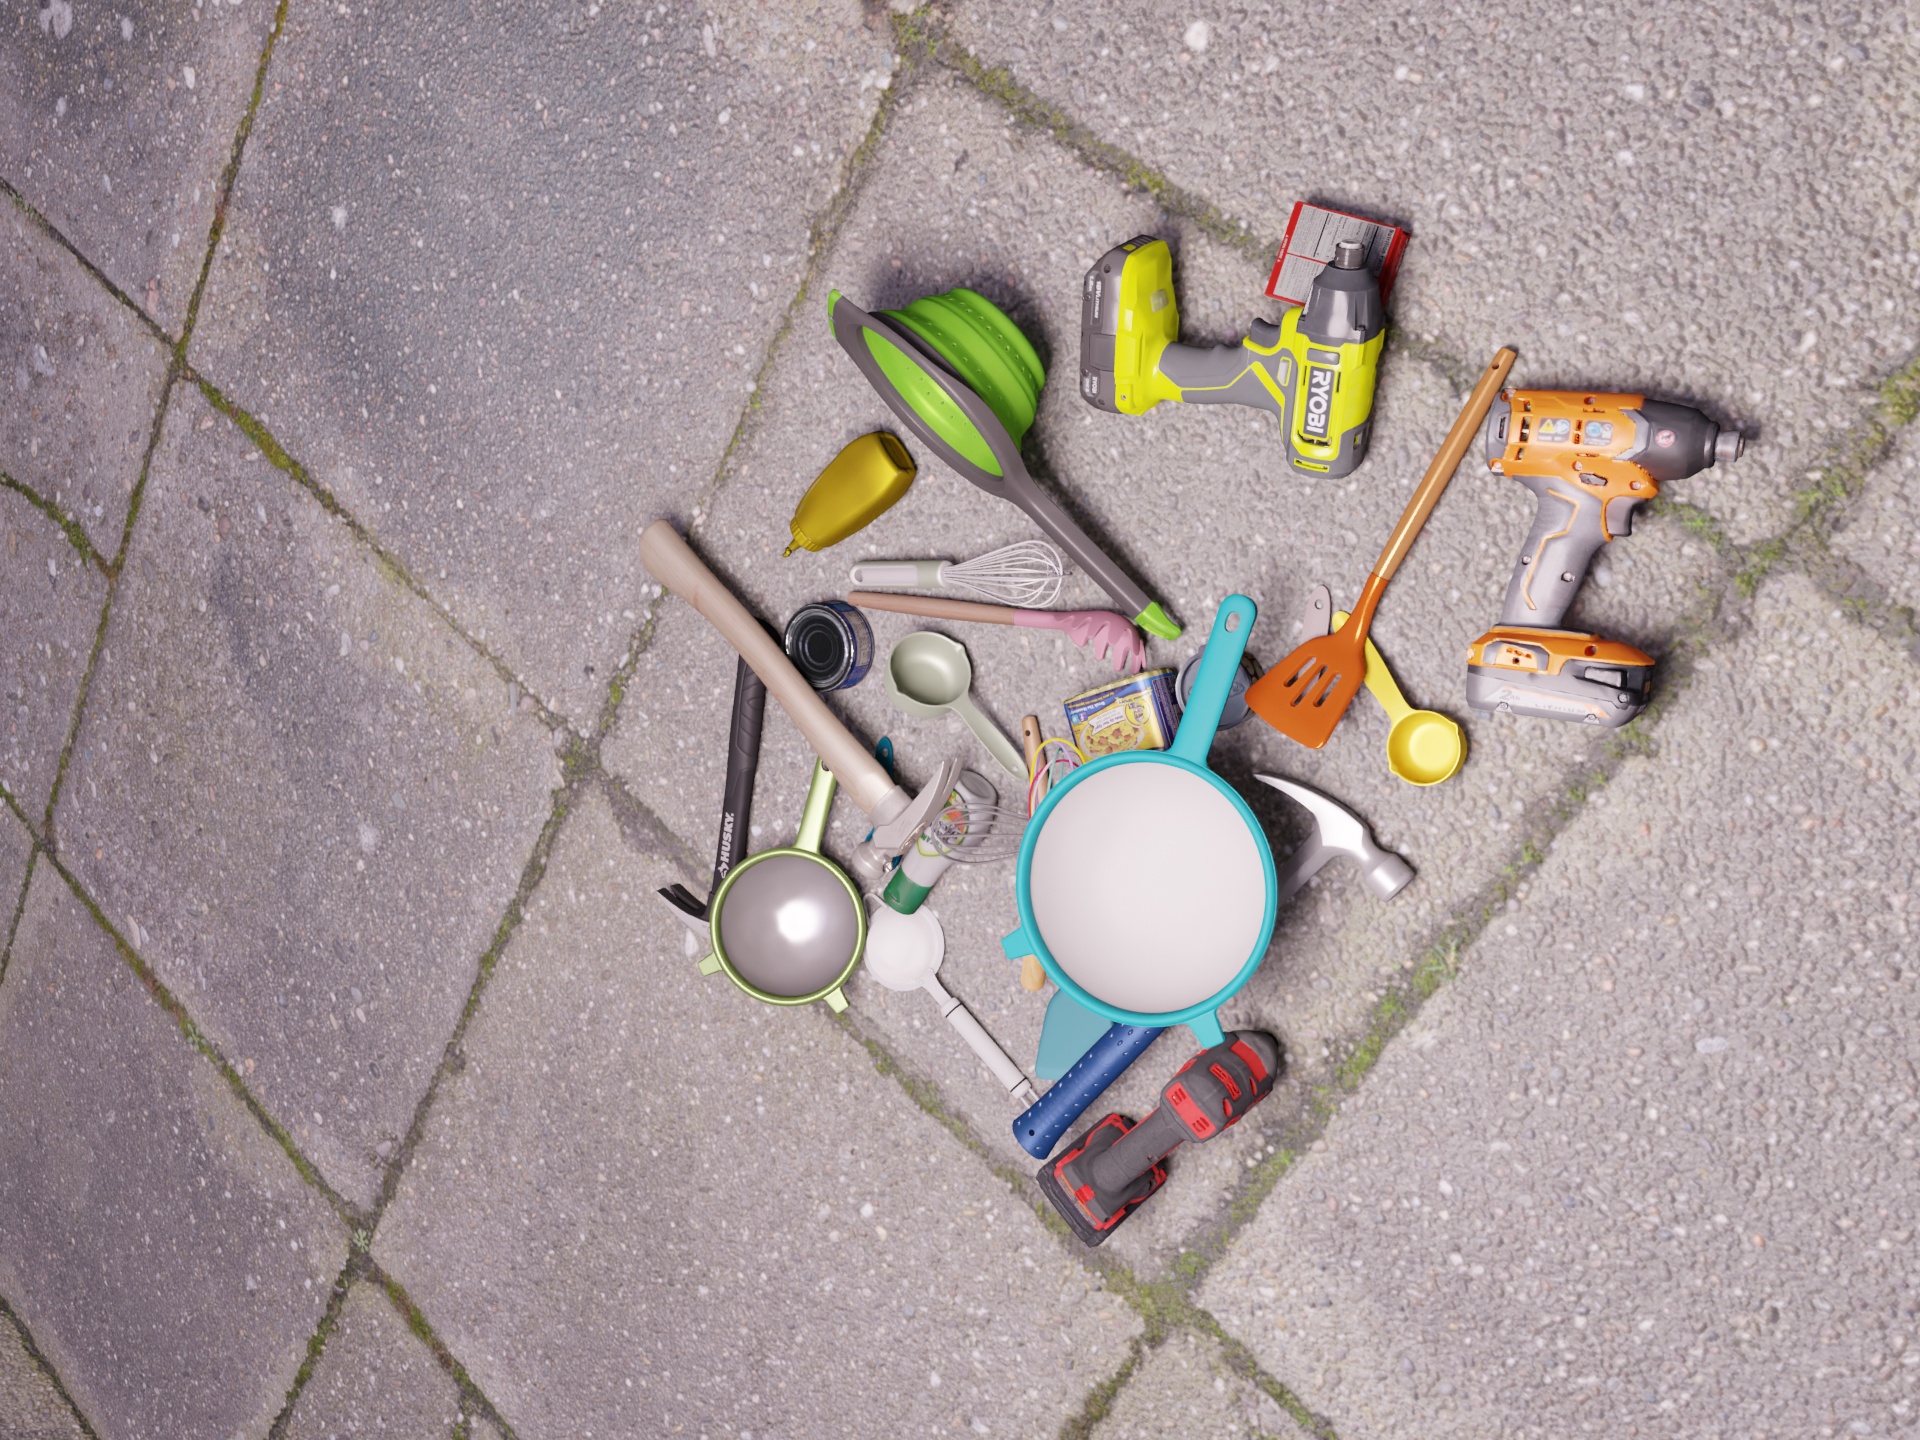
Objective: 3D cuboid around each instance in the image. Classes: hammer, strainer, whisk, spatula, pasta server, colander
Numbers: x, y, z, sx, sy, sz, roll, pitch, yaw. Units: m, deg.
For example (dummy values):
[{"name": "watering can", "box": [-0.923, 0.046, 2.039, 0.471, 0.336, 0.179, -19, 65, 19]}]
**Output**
[{"name": "hammer", "box": [-0.164, -0.048, 1.479, 0.411, 0.038, 0.146, 48, 119, 19]}, {"name": "strainer", "box": [0.176, 0.068, 1.243, 0.211, 0.095, 0.340, 21, 97, 26]}, {"name": "whisk", "box": [0.088, 0.096, 1.358, 0.239, 0.055, 0.055, -1, 98, 16]}, {"name": "whisk", "box": [0.074, 0.125, 1.326, 0.047, 0.051, 0.244, 6, 117, 2]}, {"name": "spatula", "box": [0.083, 0.153, 1.392, 0.082, 0.044, 0.317, -10, 91, 28]}, {"name": "strainer", "box": [-0.148, 0.144, 1.528, 0.151, 0.069, 0.256, 14, 90, 7]}, {"name": "whisk", "box": [-0.006, -0.128, 1.397, 0.246, 0.059, 0.057, 4, 104, 40]}, {"name": "spatula", "box": [0.323, -0.130, 1.190, 0.081, 0.041, 0.322, 40, 113, 35]}, {"name": "hammer", "box": [0.180, 0.214, 1.313, 0.144, 0.035, 0.405, 47, 110, 18]}, {"name": "pasta server", "box": [0.025, -0.087, 1.395, 0.316, 0.060, 0.040, 9, 69, 33]}, {"name": "hammer", "box": [-0.224, 0.061, 1.577, 0.146, 0.035, 0.334, 16, 106, 29]}, {"name": "strainer", "box": [-0.014, 0.259, 1.475, 0.087, 0.050, 0.258, -46, 76, 14]}, {"name": "colander", "box": [0.061, -0.231, 1.316, 0.397, 0.204, 0.094, 45, 84, 1]}]

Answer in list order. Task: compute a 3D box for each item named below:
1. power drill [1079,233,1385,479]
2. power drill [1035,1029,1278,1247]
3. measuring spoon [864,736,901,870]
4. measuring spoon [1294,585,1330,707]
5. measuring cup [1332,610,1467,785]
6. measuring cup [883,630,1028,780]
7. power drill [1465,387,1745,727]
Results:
[{"name": "power drill", "box": [0.207, -0.290, 1.206, 0.223, 0.080, 0.171, 19, 127, 28]}, {"name": "power drill", "box": [0.173, 0.333, 1.314, 0.079, 0.143, 0.219, 50, 126, 14]}, {"name": "measuring spoon", "box": [-0.069, 0.080, 1.497, 0.042, 0.021, 0.128, 2, 89, 33]}, {"name": "measuring spoon", "box": [0.280, -0.045, 1.257, 0.034, 0.018, 0.124, 10, 96, 33]}, {"name": "measuring cup", "box": [0.334, -0.020, 1.223, 0.062, 0.029, 0.157, -40, 64, 29]}, {"name": "measuring cup", "box": [-0.002, -0.005, 1.411, 0.167, 0.083, 0.038, 49, 150, 8]}, {"name": "power drill", "box": [0.441, -0.113, 1.104, 0.164, 0.084, 0.226, 9, 99, 30]}]
